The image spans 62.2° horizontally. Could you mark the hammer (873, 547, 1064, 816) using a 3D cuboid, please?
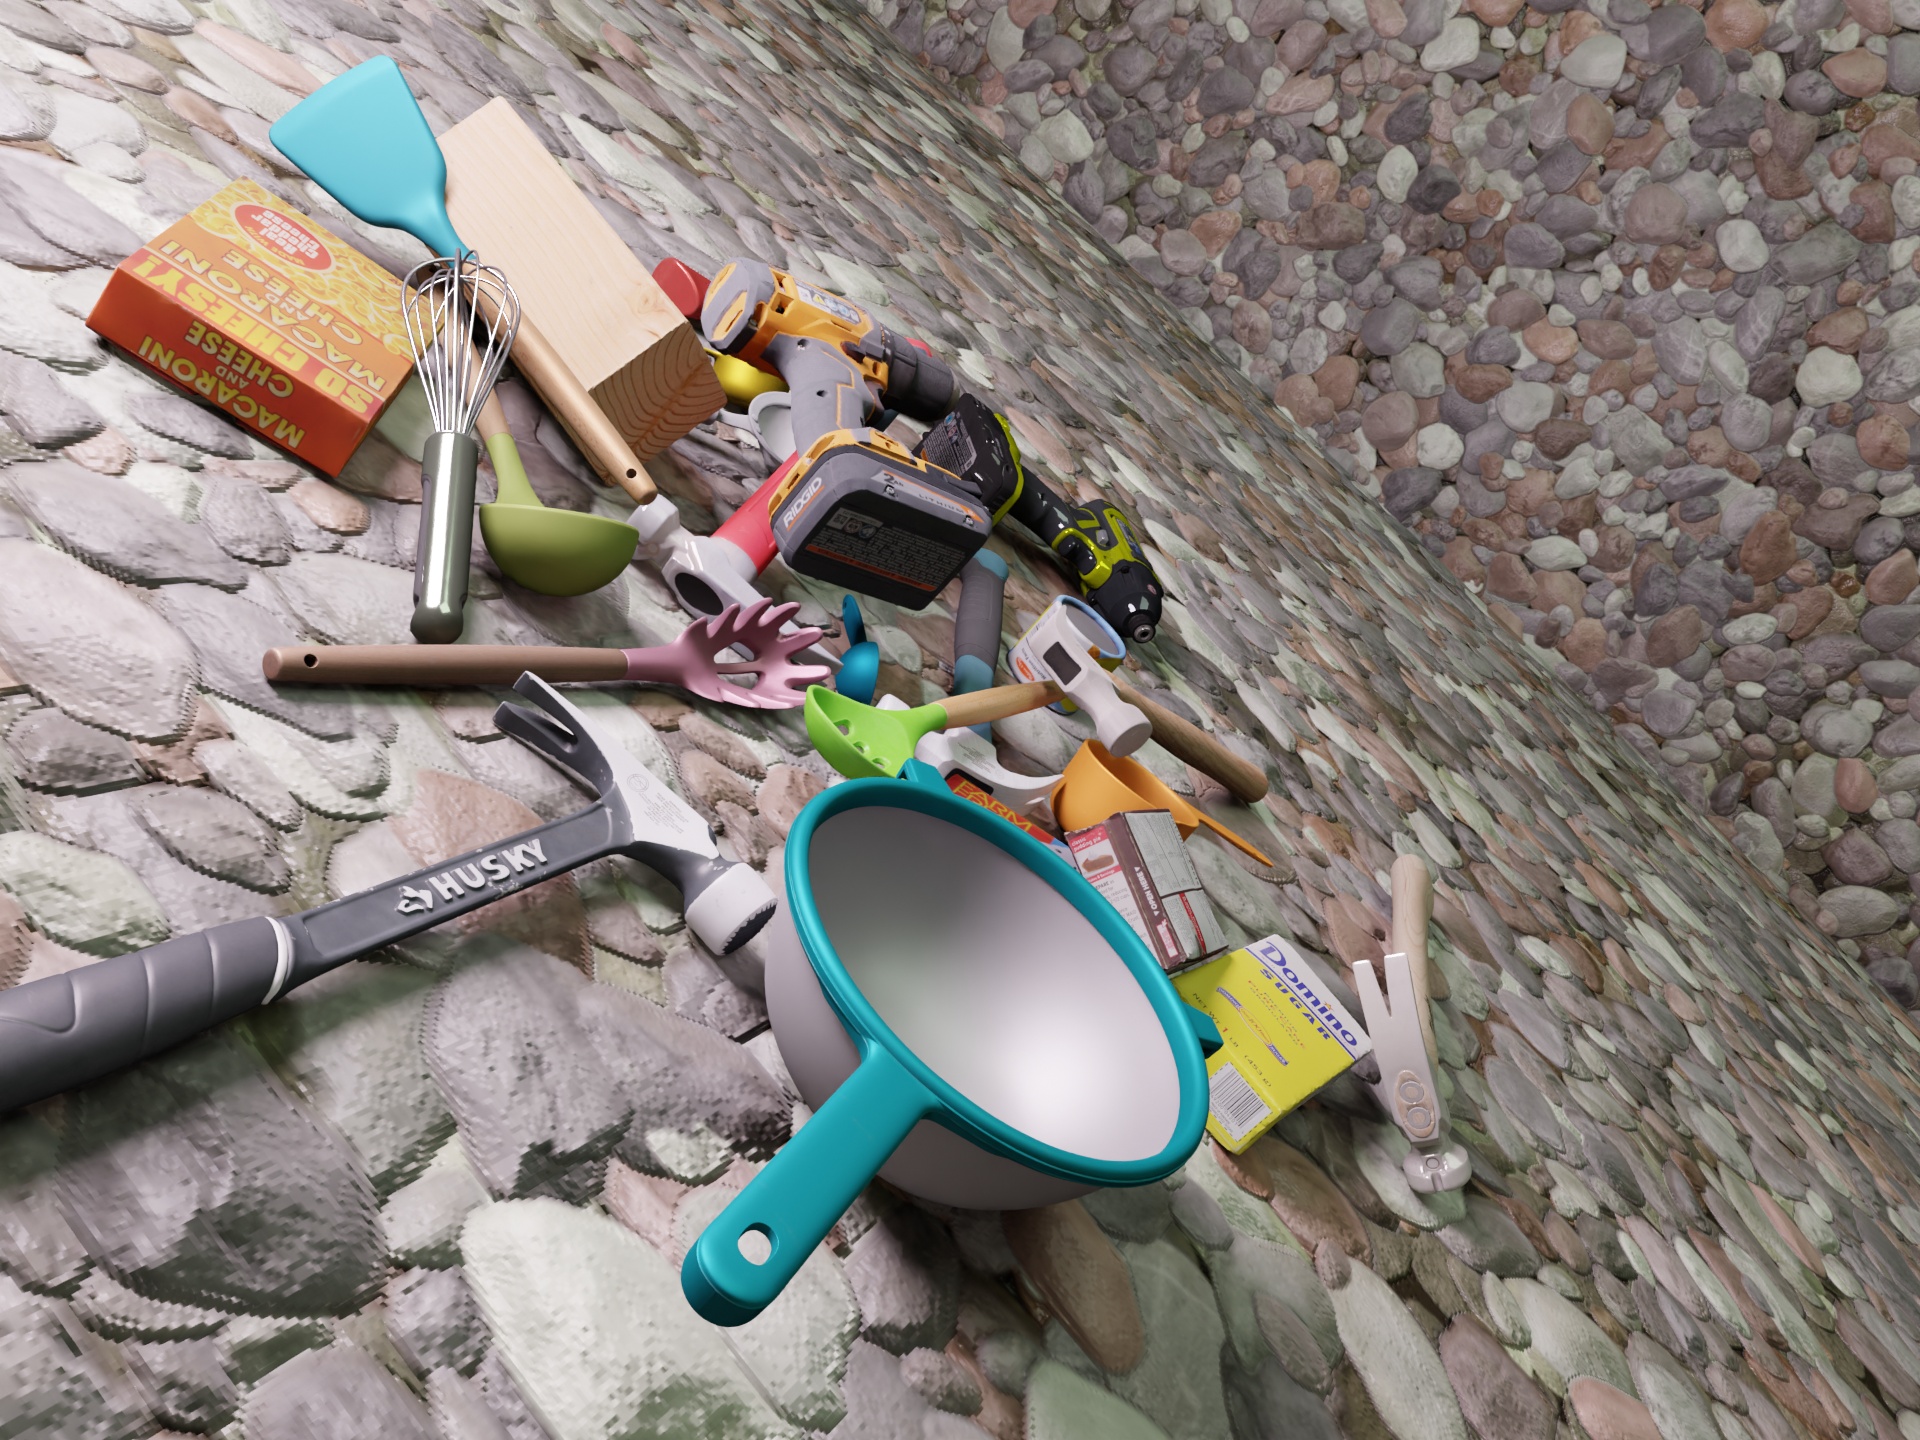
[{"bbox_3d":[0.009,-0.040,1.055,0.128,0.033,0.331,35,25,-14],"label":"hammer"}]

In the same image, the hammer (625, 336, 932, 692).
[{"bbox_3d":[-0.077,-0.158,1.031,0.143,0.038,0.386,40,35,-8],"label":"hammer"}]

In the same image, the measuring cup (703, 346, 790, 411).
[{"bbox_3d":[-0.195,-0.251,1.114,0.156,0.029,0.062,17,3,-19],"label":"measuring cup"}]

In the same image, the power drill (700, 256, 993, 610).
[{"bbox_3d":[-0.054,-0.175,0.976,0.185,0.084,0.226,15,41,-40],"label":"power drill"}]

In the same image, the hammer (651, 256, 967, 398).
[{"bbox_3d":[-0.110,-0.307,1.325,0.358,0.036,0.149,14,36,-47],"label":"hammer"}]

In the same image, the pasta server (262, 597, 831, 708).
[{"bbox_3d":[-0.176,-0.028,0.748,0.316,0.040,0.060,-3,79,-56],"label":"pasta server"}]

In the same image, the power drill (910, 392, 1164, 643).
[{"bbox_3d":[0.072,-0.158,1.303,0.223,0.080,0.171,30,26,-32],"label":"power drill"}]

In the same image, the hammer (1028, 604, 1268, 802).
[{"bbox_3d":[0.143,0.005,1.108,0.130,0.031,0.331,53,14,31],"label":"hammer"}]

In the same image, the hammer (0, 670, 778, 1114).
[{"bbox_3d":[-0.216,0.068,0.526,0.149,0.036,0.409,46,24,11],"label":"hammer"}]

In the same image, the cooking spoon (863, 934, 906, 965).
[{"bbox_3d":[0.045,0.111,0.873,0.069,0.017,0.318,43,21,27],"label":"cooking spoon"}]

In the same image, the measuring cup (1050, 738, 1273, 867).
[{"bbox_3d":[0.129,0.075,1.012,0.173,0.052,0.095,30,14,-32],"label":"measuring cup"}]

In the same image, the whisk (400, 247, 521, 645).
[{"bbox_3d":[-0.245,-0.137,0.764,0.059,0.057,0.247,7,54,-21],"label":"whisk"}]

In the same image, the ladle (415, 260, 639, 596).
[{"bbox_3d":[-0.251,-0.175,0.862,0.078,0.062,0.321,8,37,-40],"label":"ladle"}]

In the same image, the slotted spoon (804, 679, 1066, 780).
[{"bbox_3d":[-0.001,-0.003,0.905,0.070,0.031,0.313,46,23,14],"label":"slotted spoon"}]

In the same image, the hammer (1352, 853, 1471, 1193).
[{"bbox_3d":[0.313,0.163,1.113,0.411,0.038,0.146,-42,116,-70],"label":"hammer"}]

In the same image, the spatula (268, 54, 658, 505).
[{"bbox_3d":[-0.257,-0.231,0.857,0.318,0.082,0.044,50,-8,19],"label":"spatula"}]

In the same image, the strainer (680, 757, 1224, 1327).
[{"bbox_3d":[-0.028,0.145,0.613,0.211,0.095,0.340,42,26,7],"label":"strainer"}]

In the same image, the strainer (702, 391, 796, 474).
[{"bbox_3d":[-0.163,-0.204,1.059,0.258,0.050,0.087,15,44,-39],"label":"strainer"}]

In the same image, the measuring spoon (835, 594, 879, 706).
[{"bbox_3d":[-0.069,-0.047,0.958,0.021,0.042,0.129,9,26,-16],"label":"measuring spoon"}]
